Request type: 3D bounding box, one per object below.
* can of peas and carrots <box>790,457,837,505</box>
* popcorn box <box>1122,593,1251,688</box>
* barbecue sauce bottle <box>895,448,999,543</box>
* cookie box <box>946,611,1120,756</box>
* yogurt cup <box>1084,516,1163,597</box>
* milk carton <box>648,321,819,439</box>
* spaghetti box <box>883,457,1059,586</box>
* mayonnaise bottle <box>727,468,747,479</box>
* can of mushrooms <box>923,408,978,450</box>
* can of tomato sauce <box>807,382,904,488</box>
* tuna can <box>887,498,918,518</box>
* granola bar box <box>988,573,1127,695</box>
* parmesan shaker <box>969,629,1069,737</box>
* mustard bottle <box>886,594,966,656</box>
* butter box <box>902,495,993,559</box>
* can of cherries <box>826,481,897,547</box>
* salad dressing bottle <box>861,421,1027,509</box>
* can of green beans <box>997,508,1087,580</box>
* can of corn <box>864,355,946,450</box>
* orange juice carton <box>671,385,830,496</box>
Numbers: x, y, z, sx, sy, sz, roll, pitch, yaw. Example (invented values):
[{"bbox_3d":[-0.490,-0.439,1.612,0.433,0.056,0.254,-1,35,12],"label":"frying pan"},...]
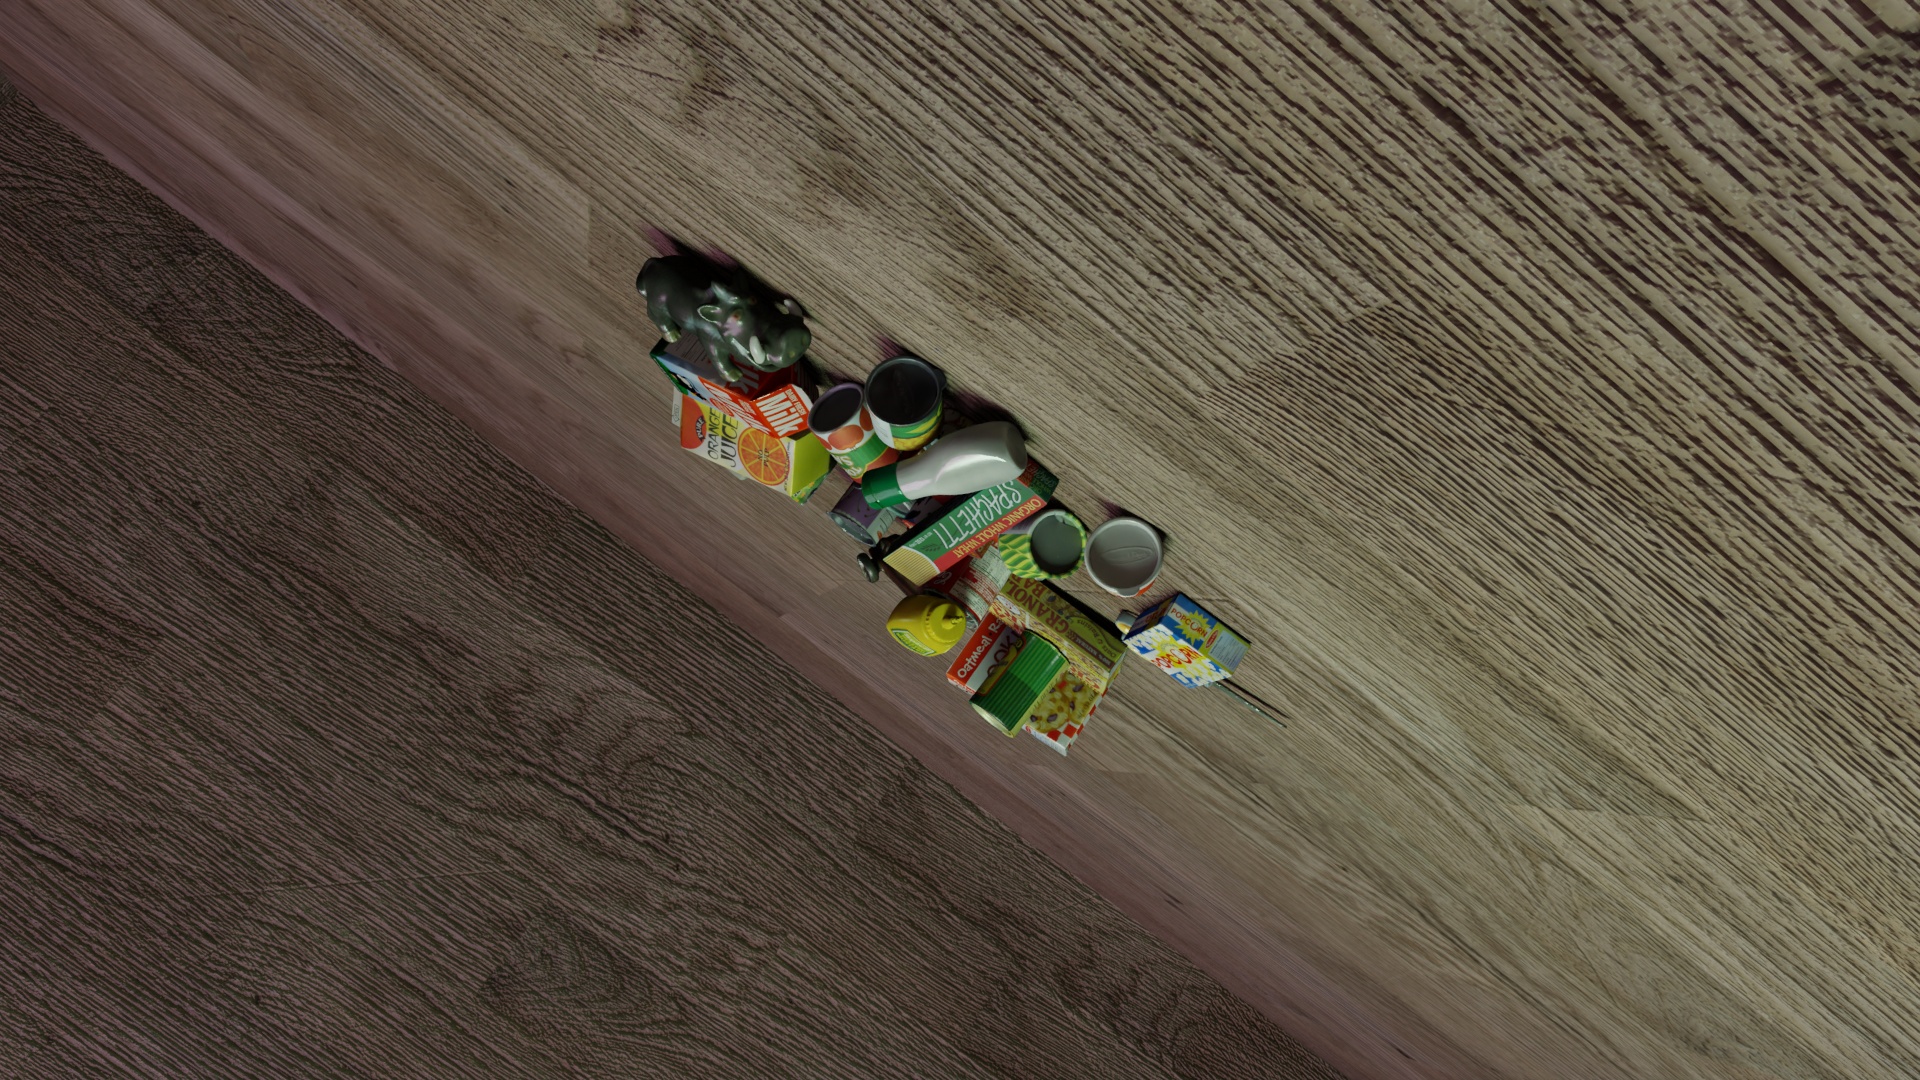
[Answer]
[{"bbox_3d":[-0.186,-0.082,1.605,0.058,0.071,0.071,39,164,-9],"label":"can of peas and carrots"},{"bbox_3d":[0.217,0.099,1.345,0.085,0.038,0.126,36,165,-1],"label":"popcorn box"},{"bbox_3d":[0.008,-0.044,1.356,0.148,0.044,0.064,39,158,-16],"label":"barbecue sauce bottle"},{"bbox_3d":[0.085,0.155,1.629,0.167,0.123,0.040,31,163,16],"label":"cookie box"},{"bbox_3d":[0.144,0.018,1.214,0.072,0.072,0.054,31,172,16],"label":"yogurt cup"},{"bbox_3d":[-0.217,-0.166,1.413,0.191,0.073,0.072,26,162,30],"label":"milk carton"},{"bbox_3d":[0.005,-0.017,1.325,0.050,0.029,0.249,37,146,-14],"label":"spaghetti box"},{"bbox_3d":[-0.229,-0.116,1.611,0.041,0.065,0.147,43,154,-9],"label":"mayonnaise bottle"},{"bbox_3d":[-0.001,-0.087,1.264,0.071,0.033,0.071,33,164,11],"label":"can of mushrooms"},{"bbox_3d":[-0.103,-0.103,1.363,0.071,0.071,0.083,20,158,44],"label":"can of tomato sauce"},{"bbox_3d":[-0.069,-0.055,1.506,0.071,0.033,0.071,32,164,11],"label":"tuna can"},{"bbox_3d":[0.107,0.098,1.554,0.166,0.039,0.124,37,167,12],"label":"granola bar box"},{"bbox_3d":[0.065,0.159,1.551,0.071,0.103,0.071,37,166,11],"label":"parmesan shaker"},{"bbox_3d":[-0.028,0.085,1.410,0.065,0.049,0.160,37,165,-10],"label":"mustard bottle"},{"bbox_3d":[-0.007,-0.021,1.435,0.103,0.053,0.024,23,162,39],"label":"butter box"},{"bbox_3d":[-0.111,-0.036,1.603,0.071,0.058,0.071,33,165,10],"label":"can of cherries"},{"bbox_3d":[-0.016,-0.062,1.211,0.147,0.044,0.064,-15,145,25],"label":"salad dressing bottle"},{"bbox_3d":[0.077,0.003,1.304,0.071,0.071,0.058,42,163,-20],"label":"can of green beans"},{"bbox_3d":[-0.045,-0.119,1.208,0.071,0.071,0.058,32,165,13],"label":"can of corn"},{"bbox_3d":[-0.237,-0.125,1.504,0.193,0.073,0.071,24,126,22],"label":"orange juice carton"}]
